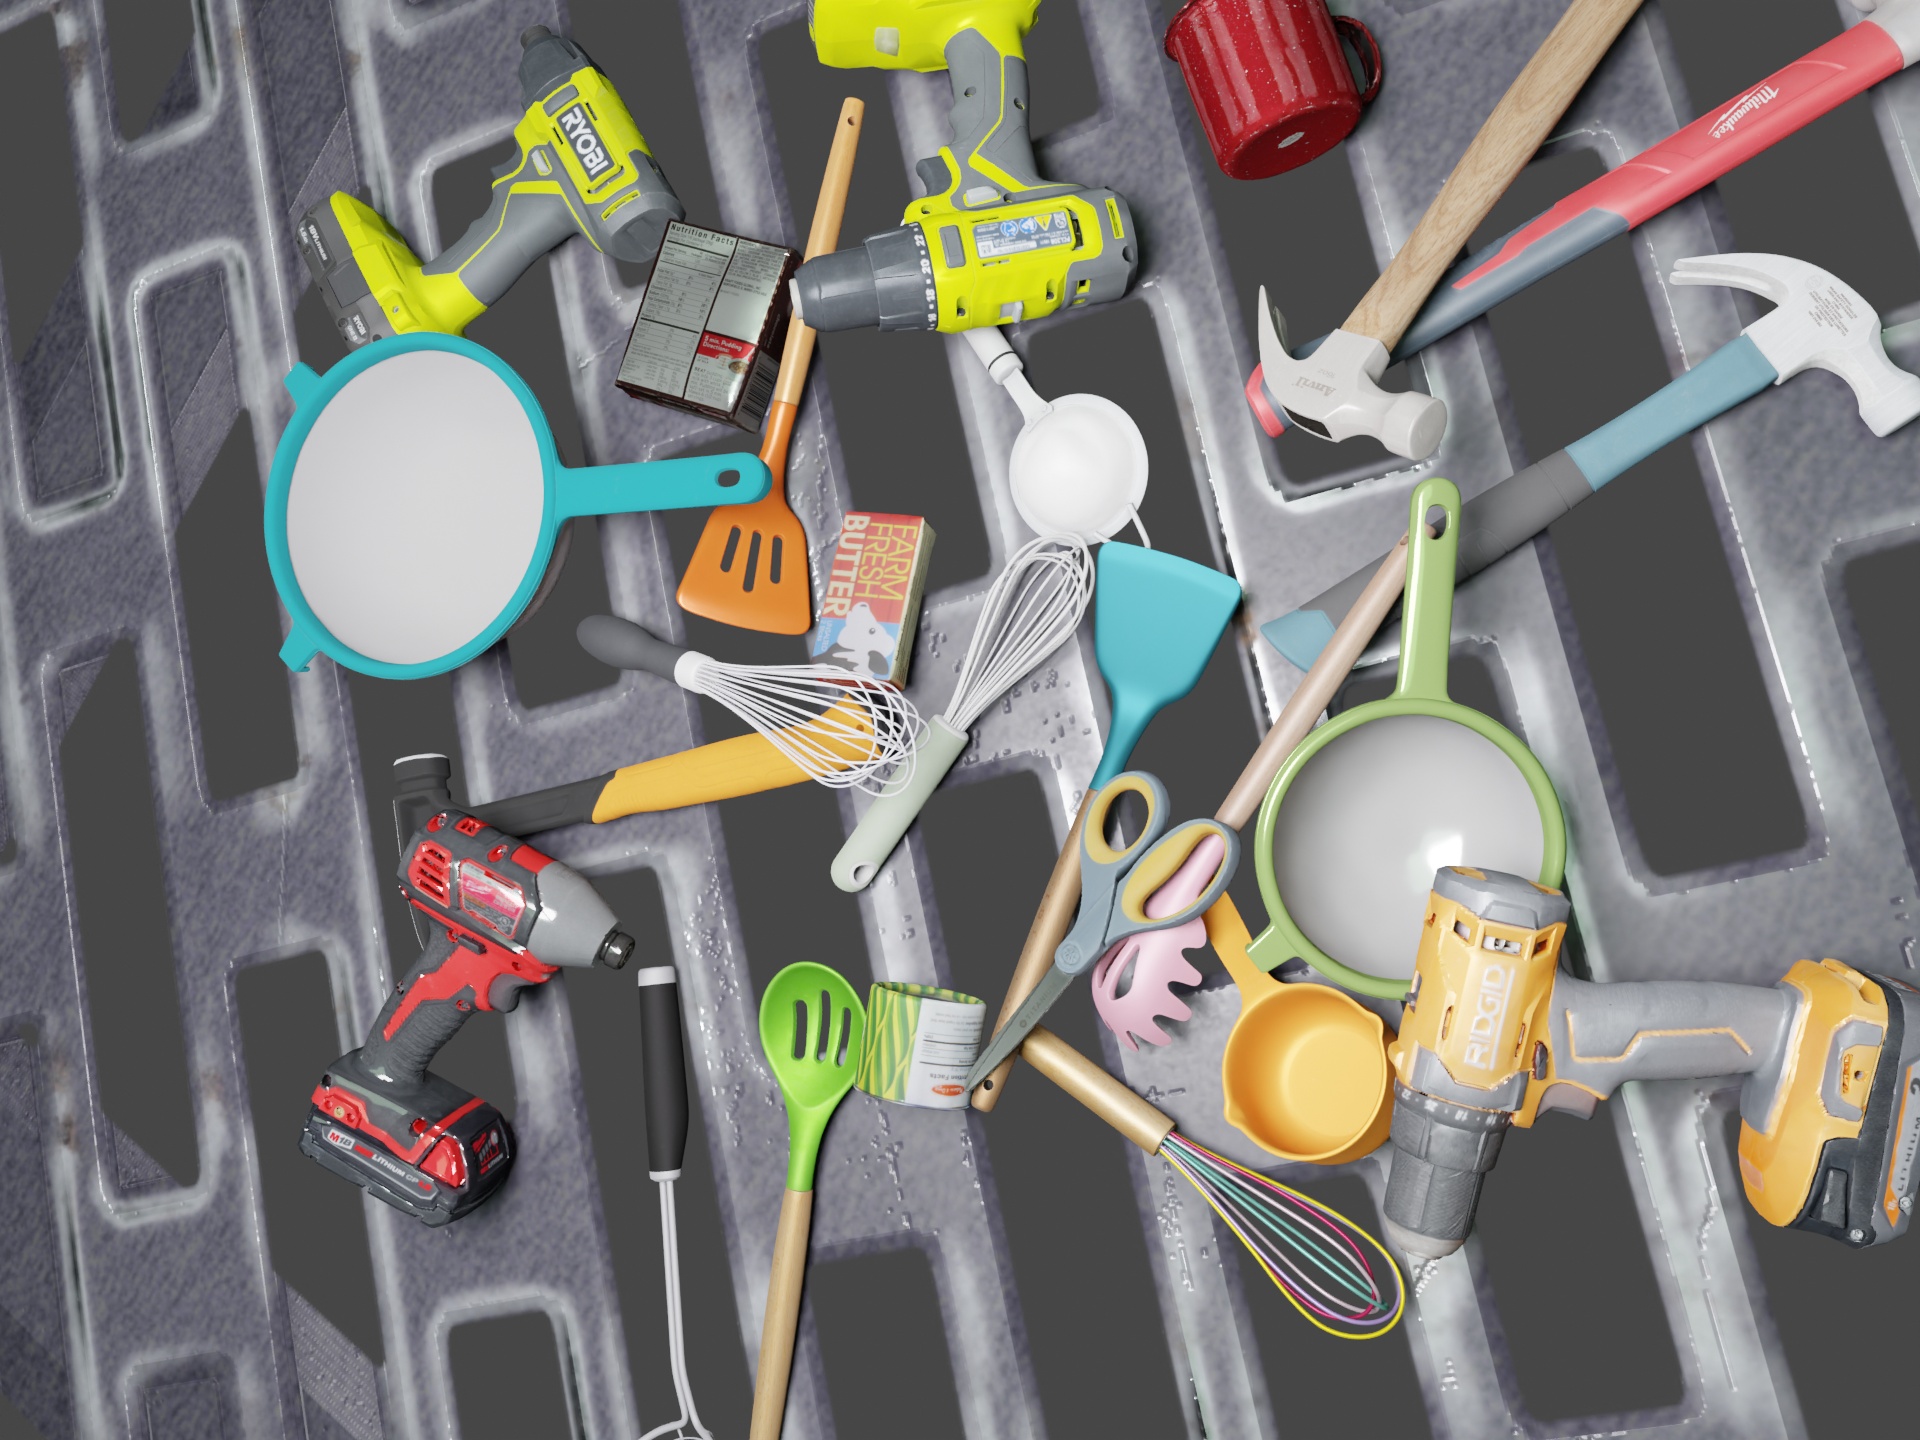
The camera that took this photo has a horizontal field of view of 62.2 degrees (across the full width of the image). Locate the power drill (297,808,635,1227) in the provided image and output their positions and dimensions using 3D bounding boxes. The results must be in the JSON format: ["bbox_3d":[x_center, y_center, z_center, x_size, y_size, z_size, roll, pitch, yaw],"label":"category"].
[{"bbox_3d":[-0.289,0.177,0.944,0.143,0.078,0.219,26,99,7],"label":"power drill"}]

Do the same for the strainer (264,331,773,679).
[{"bbox_3d":[-0.259,-0.130,0.976,0.340,0.095,0.211,-2,86,18],"label":"strainer"}]

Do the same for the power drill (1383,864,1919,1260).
[{"bbox_3d":[0.313,0.178,0.740,0.226,0.084,0.185,12,95,6],"label":"power drill"}]

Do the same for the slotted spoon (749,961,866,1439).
[{"bbox_3d":[-0.098,0.295,0.917,0.070,0.031,0.314,7,88,19],"label":"slotted spoon"}]

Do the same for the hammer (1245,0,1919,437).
[{"bbox_3d":[0.326,-0.246,0.804,0.386,0.038,0.143,-30,49,16],"label":"hammer"}]

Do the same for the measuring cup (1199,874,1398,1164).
[{"bbox_3d":[0.170,0.151,0.836,0.095,0.052,0.174,-39,51,18],"label":"measuring cup"}]

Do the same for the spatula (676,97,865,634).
[{"bbox_3d":[-0.097,-0.214,0.950,0.081,0.041,0.322,13,92,-13],"label":"spatula"}]

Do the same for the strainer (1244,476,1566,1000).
[{"bbox_3d":[0.224,0.008,0.803,0.151,0.069,0.256,4,94,2],"label":"strainer"}]

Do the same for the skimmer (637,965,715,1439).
[{"bbox_3d":[-0.190,0.326,0.910,0.127,0.090,0.363,-16,75,48],"label":"skimmer"}]

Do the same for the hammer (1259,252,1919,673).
[{"bbox_3d":[0.307,-0.120,0.821,0.331,0.033,0.128,-33,76,13],"label":"hammer"}]

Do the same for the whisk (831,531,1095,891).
[{"bbox_3d":[-0.001,-0.003,0.909,0.246,0.057,0.059,-55,38,9],"label":"whisk"}]

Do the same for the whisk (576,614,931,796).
[{"bbox_3d":[-0.131,-0.019,0.918,0.285,0.070,0.070,19,91,37],"label":"whisk"}]

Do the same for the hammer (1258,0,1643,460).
[{"bbox_3d":[0.269,-0.284,0.820,0.130,0.031,0.331,30,82,41],"label":"hammer"}]

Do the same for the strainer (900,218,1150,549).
[{"bbox_3d":[0.028,-0.197,0.920,0.087,0.050,0.259,-40,70,26],"label":"strainer"}]

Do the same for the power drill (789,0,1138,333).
[{"bbox_3d":[-0.017,-0.328,0.903,0.190,0.080,0.229,-11,79,-6],"label":"power drill"}]

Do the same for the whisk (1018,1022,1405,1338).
[{"bbox_3d":[0.124,0.238,0.841,0.245,0.051,0.047,34,101,21],"label":"whisk"}]

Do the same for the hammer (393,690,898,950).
[{"bbox_3d":[-0.195,0.049,0.969,0.337,0.034,0.127,-14,79,16],"label":"hammer"}]

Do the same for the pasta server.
[{"bbox_3d":[0.159,0.035,0.833,0.316,0.040,0.060,-58,40,7],"label":"pasta server"}]

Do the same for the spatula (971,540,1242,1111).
[{"bbox_3d":[0.064,0.062,0.869,0.082,0.044,0.317,19,85,15],"label":"spatula"}]

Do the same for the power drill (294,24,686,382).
[{"bbox_3d":[-0.305,-0.330,1.025,0.223,0.080,0.171,-32,75,9],"label":"power drill"}]
